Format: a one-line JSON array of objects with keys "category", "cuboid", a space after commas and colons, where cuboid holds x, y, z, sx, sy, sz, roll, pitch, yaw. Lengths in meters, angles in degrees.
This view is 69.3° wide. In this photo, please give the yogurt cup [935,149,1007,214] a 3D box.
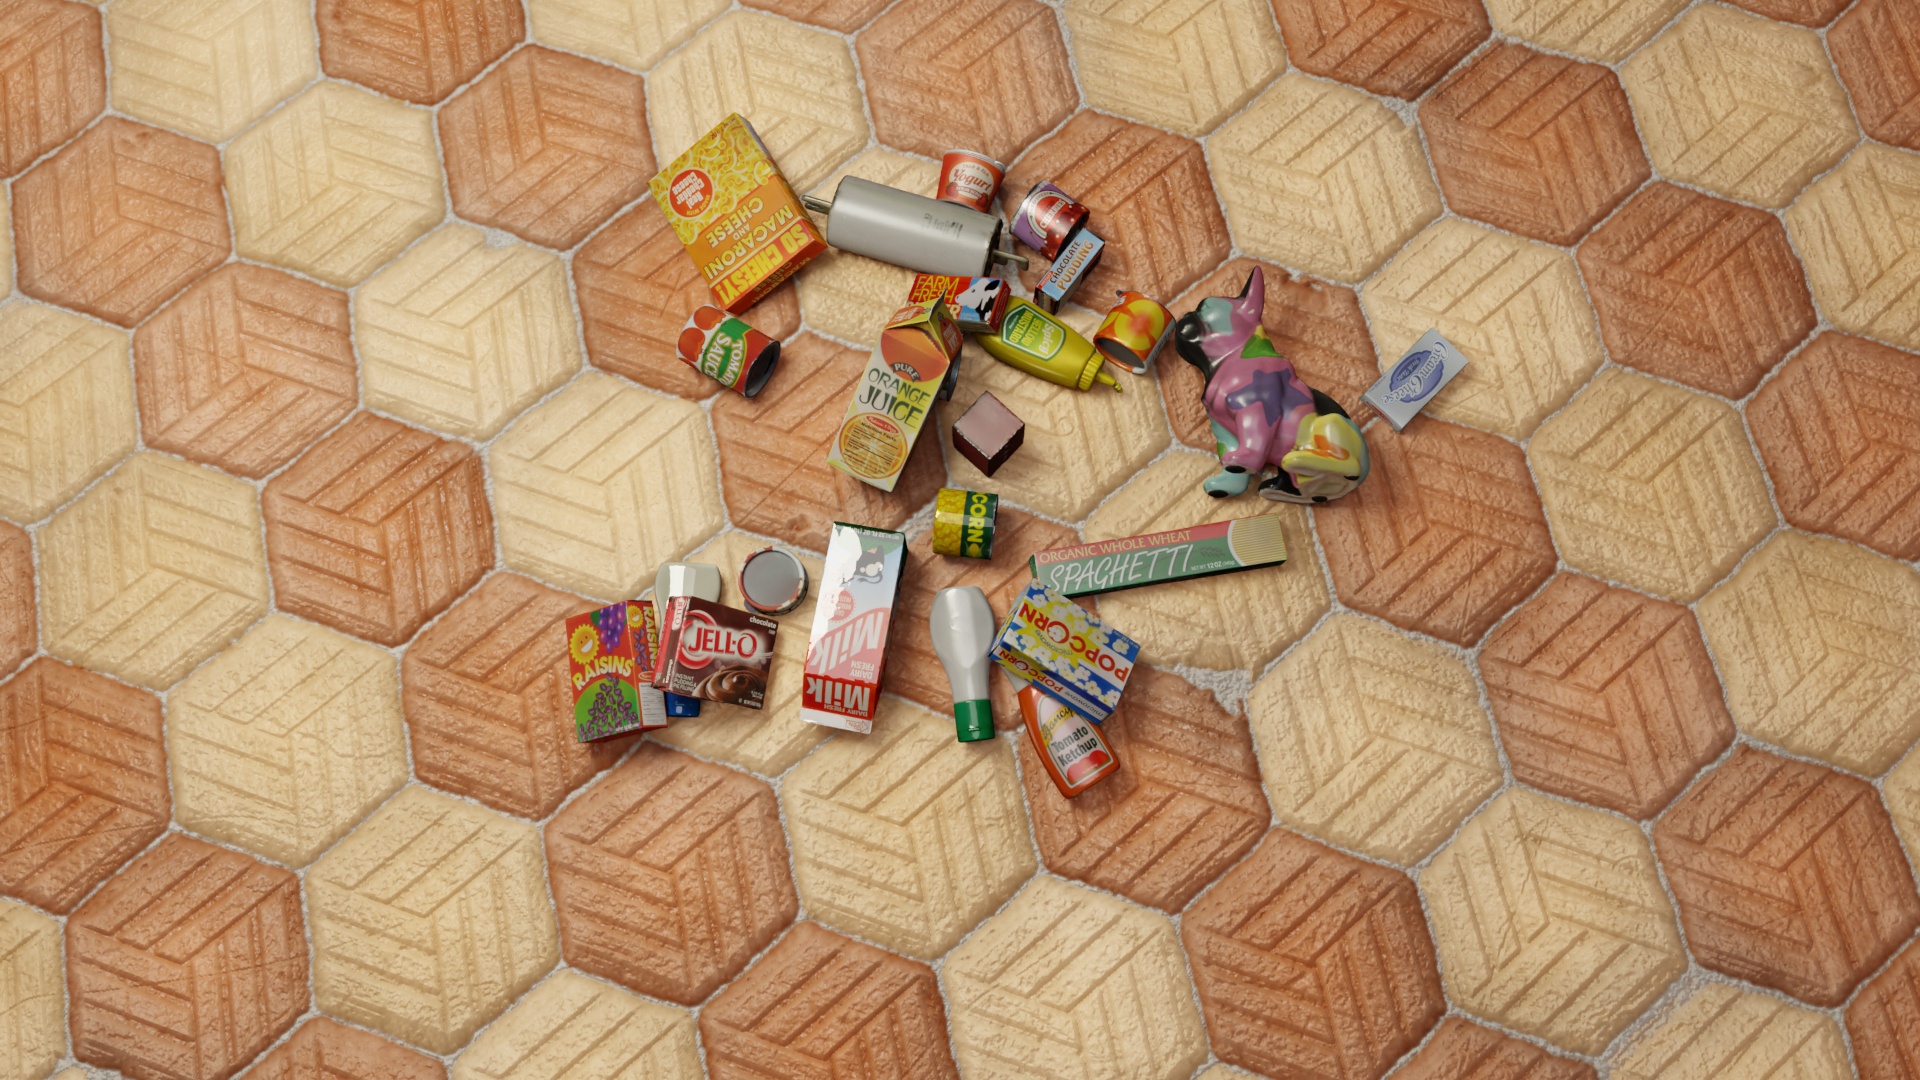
[{"category": "yogurt cup", "cuboid": [0.007, -0.368, 1.443, 0.072, 0.072, 0.054, 17, 86, 4]}]

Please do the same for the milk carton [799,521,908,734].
[{"category": "milk carton", "cuboid": [-0.102, 0.085, 1.333, 0.072, 0.073, 0.191, 10, 78, 3]}]

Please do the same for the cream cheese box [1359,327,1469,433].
[{"category": "cream cheese box", "cuboid": [0.461, -0.163, 1.410, 0.104, 0.024, 0.053, -44, 82, -9]}]

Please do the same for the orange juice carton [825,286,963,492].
[{"category": "orange juice carton", "cuboid": [-0.056, -0.151, 1.334, 0.073, 0.072, 0.191, 26, 116, 0]}]

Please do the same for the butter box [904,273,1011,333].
[{"category": "butter box", "cuboid": [-0.005, -0.239, 1.398, 0.103, 0.024, 0.053, 9, 70, 28]}]

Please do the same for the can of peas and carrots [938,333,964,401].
[{"category": "can of peas and carrots", "cuboid": [-0.032, -0.180, 1.397, 0.059, 0.071, 0.071, 12, 78, 4]}]

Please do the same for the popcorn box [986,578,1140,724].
[{"category": "popcorn box", "cuboid": [0.100, 0.105, 1.316, 0.127, 0.038, 0.085, 32, 51, -3]}]

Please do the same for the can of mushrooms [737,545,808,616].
[{"category": "can of mushrooms", "cuboid": [-0.186, 0.041, 1.364, 0.071, 0.033, 0.071, 0, 77, 0]}]

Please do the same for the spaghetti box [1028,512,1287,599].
[{"category": "spaghetti box", "cuboid": [0.194, 0.018, 1.368, 0.250, 0.028, 0.050, -9, 76, -2]}]

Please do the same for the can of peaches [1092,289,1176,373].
[{"category": "can of peaches", "cuboid": [0.173, -0.211, 1.403, 0.071, 0.071, 0.058, 31, 80, 7]}]

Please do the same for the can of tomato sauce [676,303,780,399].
[{"category": "can of tomato sauce", "cuboid": [-0.235, -0.191, 1.400, 0.083, 0.071, 0.071, 30, 79, 8]}]

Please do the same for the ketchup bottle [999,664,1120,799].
[{"category": "ketchup bottle", "cuboid": [0.089, 0.169, 1.327, 0.065, 0.043, 0.149, -30, 78, -10]}]

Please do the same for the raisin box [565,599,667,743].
[{"category": "raisin box", "cuboid": [-0.328, 0.125, 1.325, 0.086, 0.040, 0.123, -17, 76, 30]}]

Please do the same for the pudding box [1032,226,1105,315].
[{"category": "pudding box", "cuboid": [0.112, -0.275, 1.427, 0.030, 0.049, 0.084, 38, 81, 7]}]

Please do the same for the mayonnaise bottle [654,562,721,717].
[{"category": "mayonnaise bottle", "cuboid": [-0.268, 0.097, 1.348, 0.065, 0.041, 0.148, 3, 78, -10]}]

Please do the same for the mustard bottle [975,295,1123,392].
[{"category": "mustard bottle", "cuboid": [0.095, -0.192, 1.408, 0.160, 0.048, 0.065, 28, 80, 7]}]

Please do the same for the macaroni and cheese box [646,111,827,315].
[{"category": "macaroni and cheese box", "cuboid": [-0.230, -0.335, 1.431, 0.123, 0.040, 0.166, -35, 79, 14]}]

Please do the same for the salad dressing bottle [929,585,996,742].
[{"category": "salad dressing bottle", "cuboid": [0.006, 0.120, 1.340, 0.064, 0.044, 0.148, -7, 78, 3]}]

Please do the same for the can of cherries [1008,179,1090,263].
[{"category": "can of cherries", "cuboid": [0.092, -0.328, 1.428, 0.058, 0.071, 0.071, 37, 80, 8]}]

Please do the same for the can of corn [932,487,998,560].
[{"category": "can of corn", "cuboid": [0.005, -0.017, 1.357, 0.058, 0.071, 0.071, 6, 77, 3]}]
